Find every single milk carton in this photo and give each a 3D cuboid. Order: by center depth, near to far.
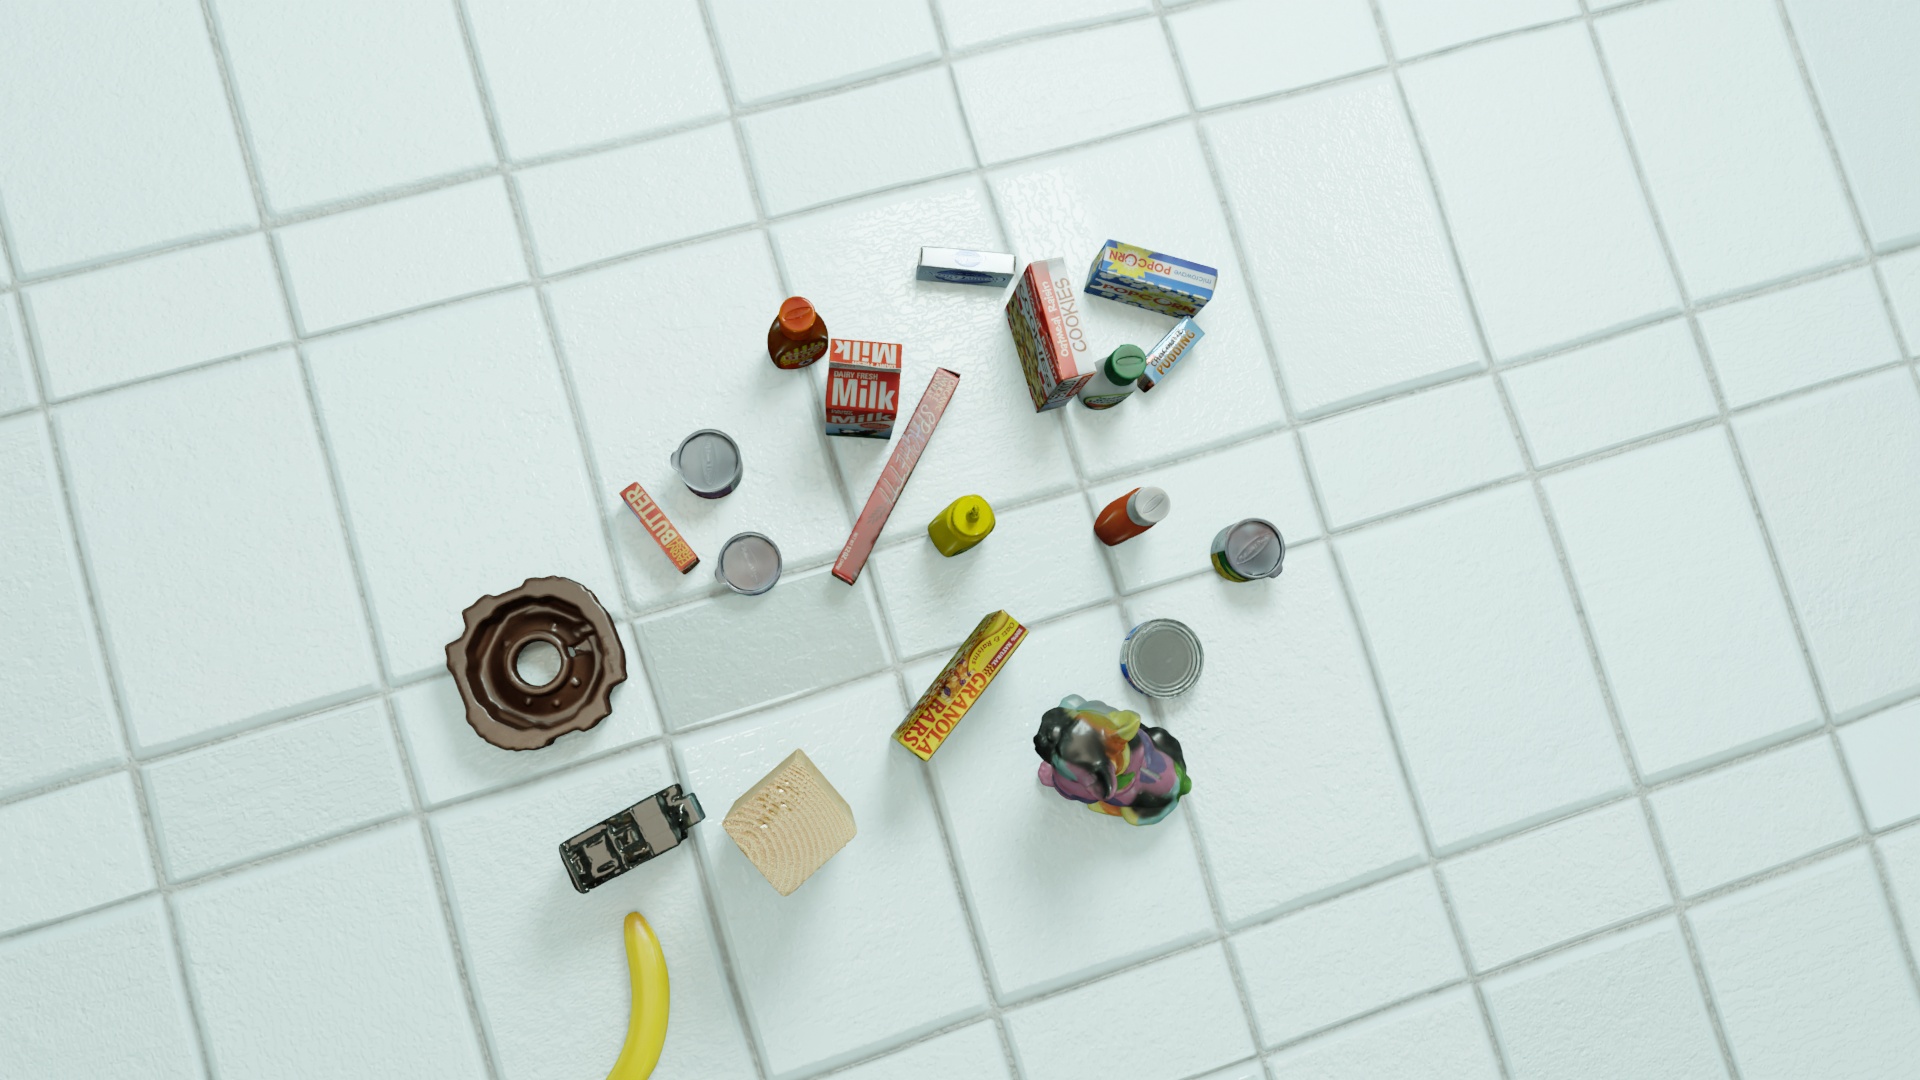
[{"bbox_3d":[-0.099,-0.155,1.402,0.072,0.190,0.073,4,84,-6],"label":"milk carton"}]

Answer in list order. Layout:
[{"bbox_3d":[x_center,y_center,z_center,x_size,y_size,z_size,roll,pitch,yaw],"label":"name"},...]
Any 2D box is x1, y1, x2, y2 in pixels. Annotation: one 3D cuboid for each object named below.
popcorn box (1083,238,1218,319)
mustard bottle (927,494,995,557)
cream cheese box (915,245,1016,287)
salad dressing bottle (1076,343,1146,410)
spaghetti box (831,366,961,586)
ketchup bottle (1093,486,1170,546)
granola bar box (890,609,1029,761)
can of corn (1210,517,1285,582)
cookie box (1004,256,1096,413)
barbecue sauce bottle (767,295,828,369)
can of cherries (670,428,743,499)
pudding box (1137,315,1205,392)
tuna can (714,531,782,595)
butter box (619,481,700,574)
[{"bbox_3d":[0.205,-0.281,1.504,0.127,0.085,0.038,15,83,-5],"label":"popcorn box"},{"bbox_3d":[0.005,-0.018,1.413,0.065,0.160,0.049,-32,88,-8],"label":"mustard bottle"},{"bbox_3d":[0.005,-0.295,1.499,0.104,0.053,0.024,4,84,-6],"label":"cream cheese box"},{"bbox_3d":[0.160,-0.172,1.455,0.064,0.147,0.044,-6,85,-7],"label":"salad dressing bottle"},{"bbox_3d":[-0.068,-0.069,1.467,0.029,0.050,0.250,27,81,-3],"label":"spaghetti box"},{"bbox_3d":[0.181,-0.029,1.440,0.065,0.148,0.043,-41,90,-9],"label":"ketchup bottle"},{"bbox_3d":[-0.002,0.148,1.412,0.039,0.124,0.166,39,81,-1],"label":"granola bar box"},{"bbox_3d":[0.310,0.013,1.495,0.071,0.058,0.071,1,84,-6],"label":"can of corn"},{"bbox_3d":[0.090,-0.210,1.441,0.040,0.167,0.123,-16,86,-8],"label":"cookie box"},{"bbox_3d":[-0.167,-0.214,1.423,0.065,0.148,0.043,-21,87,-8],"label":"barbecue sauce bottle"},{"bbox_3d":[-0.262,-0.079,1.442,0.071,0.058,0.071,1,84,-6],"label":"can of cherries"},{"bbox_3d":[0.224,-0.203,1.515,0.030,0.049,0.084,44,81,0],"label":"pudding box"},{"bbox_3d":[-0.221,0.026,1.447,0.071,0.033,0.071,1,84,-6],"label":"tuna can"},{"bbox_3d":[-0.309,-0.012,1.432,0.024,0.053,0.103,-38,89,-9],"label":"butter box"}]
